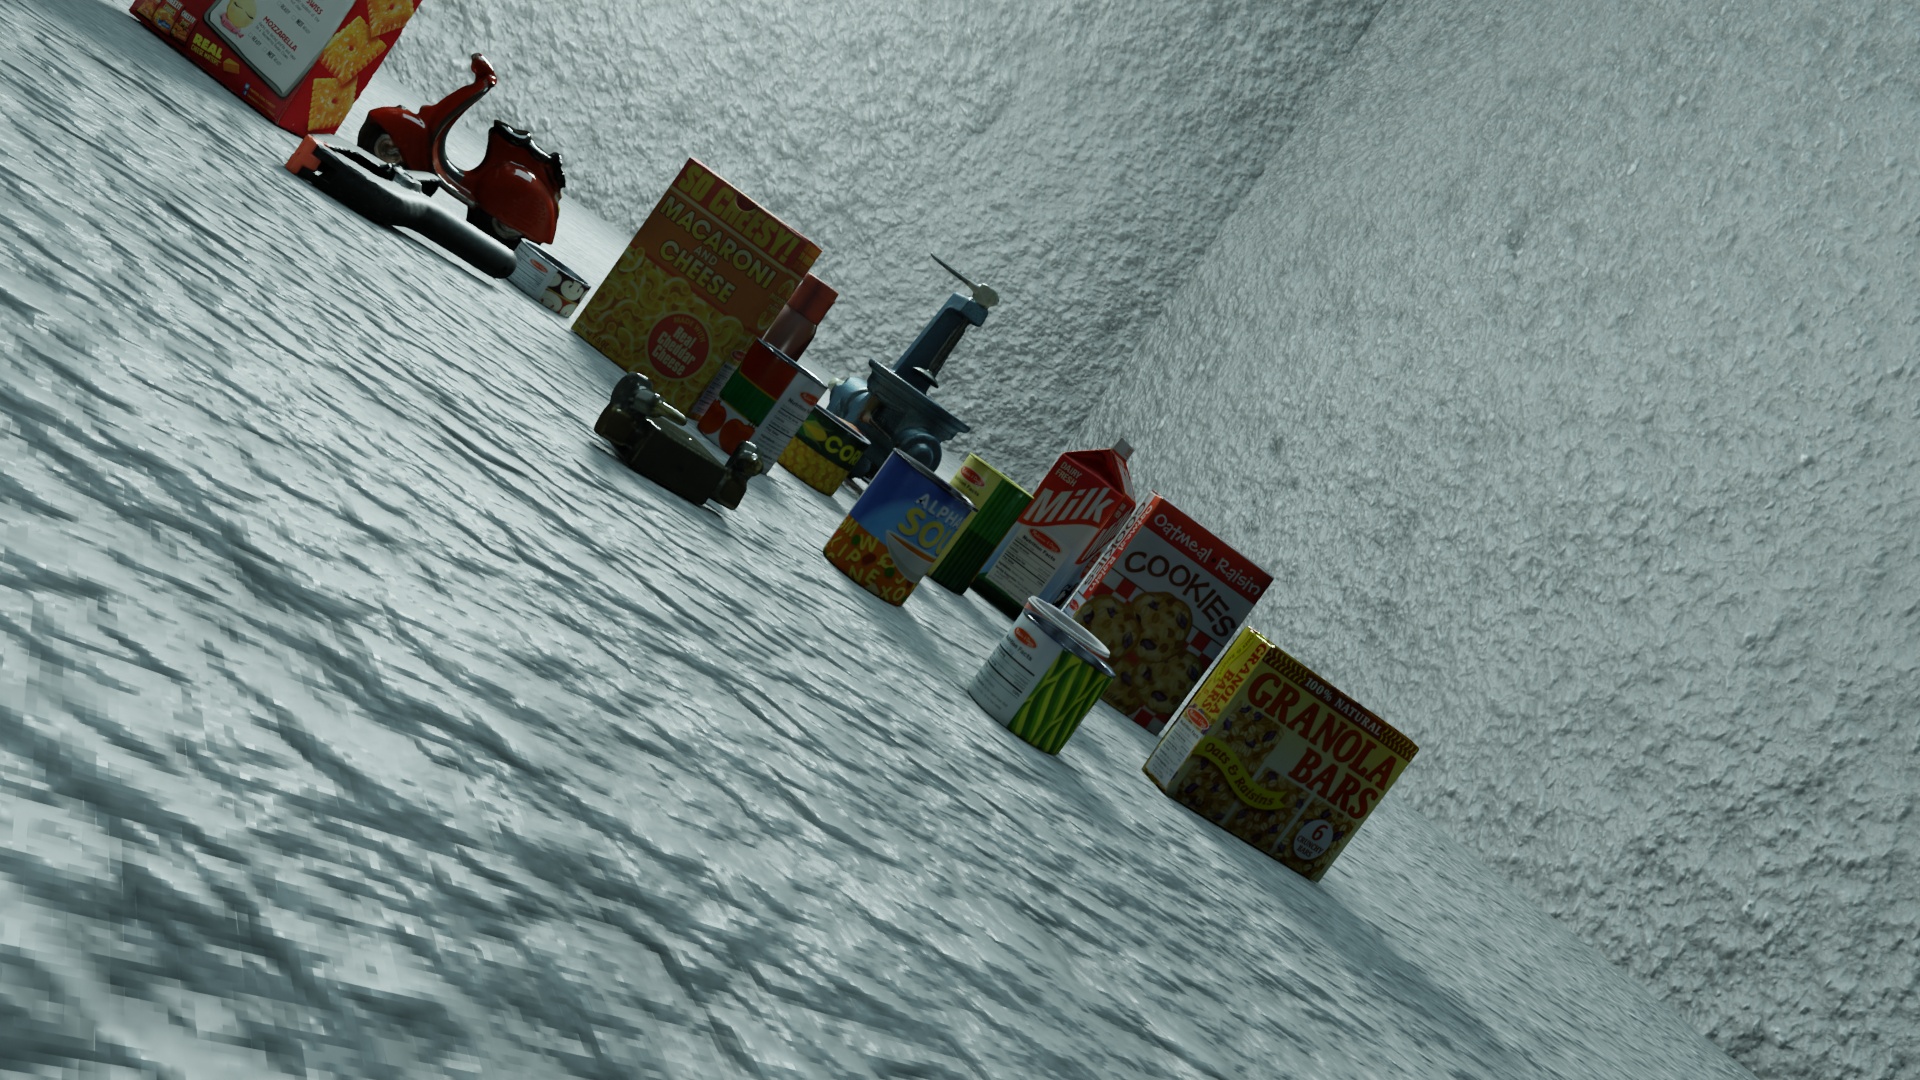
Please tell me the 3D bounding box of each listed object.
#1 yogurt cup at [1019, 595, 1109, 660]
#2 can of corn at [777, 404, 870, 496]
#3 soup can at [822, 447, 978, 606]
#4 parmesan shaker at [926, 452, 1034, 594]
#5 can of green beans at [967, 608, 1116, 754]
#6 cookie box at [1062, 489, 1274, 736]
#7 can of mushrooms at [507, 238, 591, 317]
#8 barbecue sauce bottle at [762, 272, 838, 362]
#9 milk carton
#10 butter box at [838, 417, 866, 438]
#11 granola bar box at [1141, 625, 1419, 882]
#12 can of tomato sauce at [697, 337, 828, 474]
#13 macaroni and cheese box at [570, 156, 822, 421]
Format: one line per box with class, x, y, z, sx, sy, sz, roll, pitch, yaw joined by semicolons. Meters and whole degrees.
yogurt cup;0.060;0.079;0.954;0.072;0.054;0.072;35;5;-3
can of corn;-0.119;-0.078;1.197;0.071;0.058;0.071;35;5;-3
soup can;-0.039;-0.007;0.913;0.071;0.083;0.071;36;4;-3
parmesan shaker;0.004;-0.015;1.173;0.071;0.103;0.071;36;4;-3
can of green beans;0.047;0.082;0.804;0.071;0.058;0.071;35;5;-3
cookie box;0.162;0.060;1.161;0.123;0.167;0.040;35;4;-13
can of mushrooms;-0.339;-0.214;1.141;0.071;0.033;0.071;35;5;-3
barbecue sauce bottle;-0.172;-0.185;1.327;0.043;0.148;0.065;36;4;-3
milk carton;0.097;-0.012;1.276;0.073;0.190;0.072;37;4;17
butter box;-0.129;-0.094;1.309;0.024;0.053;0.103;37;5;19
granola bar box;0.225;0.151;0.970;0.165;0.124;0.039;33;5;-28
can of tomato sauce;-0.153;-0.103;1.062;0.071;0.083;0.071;36;4;-3
macaroni and cheese box;-0.206;-0.196;1.088;0.124;0.166;0.040;37;4;11
